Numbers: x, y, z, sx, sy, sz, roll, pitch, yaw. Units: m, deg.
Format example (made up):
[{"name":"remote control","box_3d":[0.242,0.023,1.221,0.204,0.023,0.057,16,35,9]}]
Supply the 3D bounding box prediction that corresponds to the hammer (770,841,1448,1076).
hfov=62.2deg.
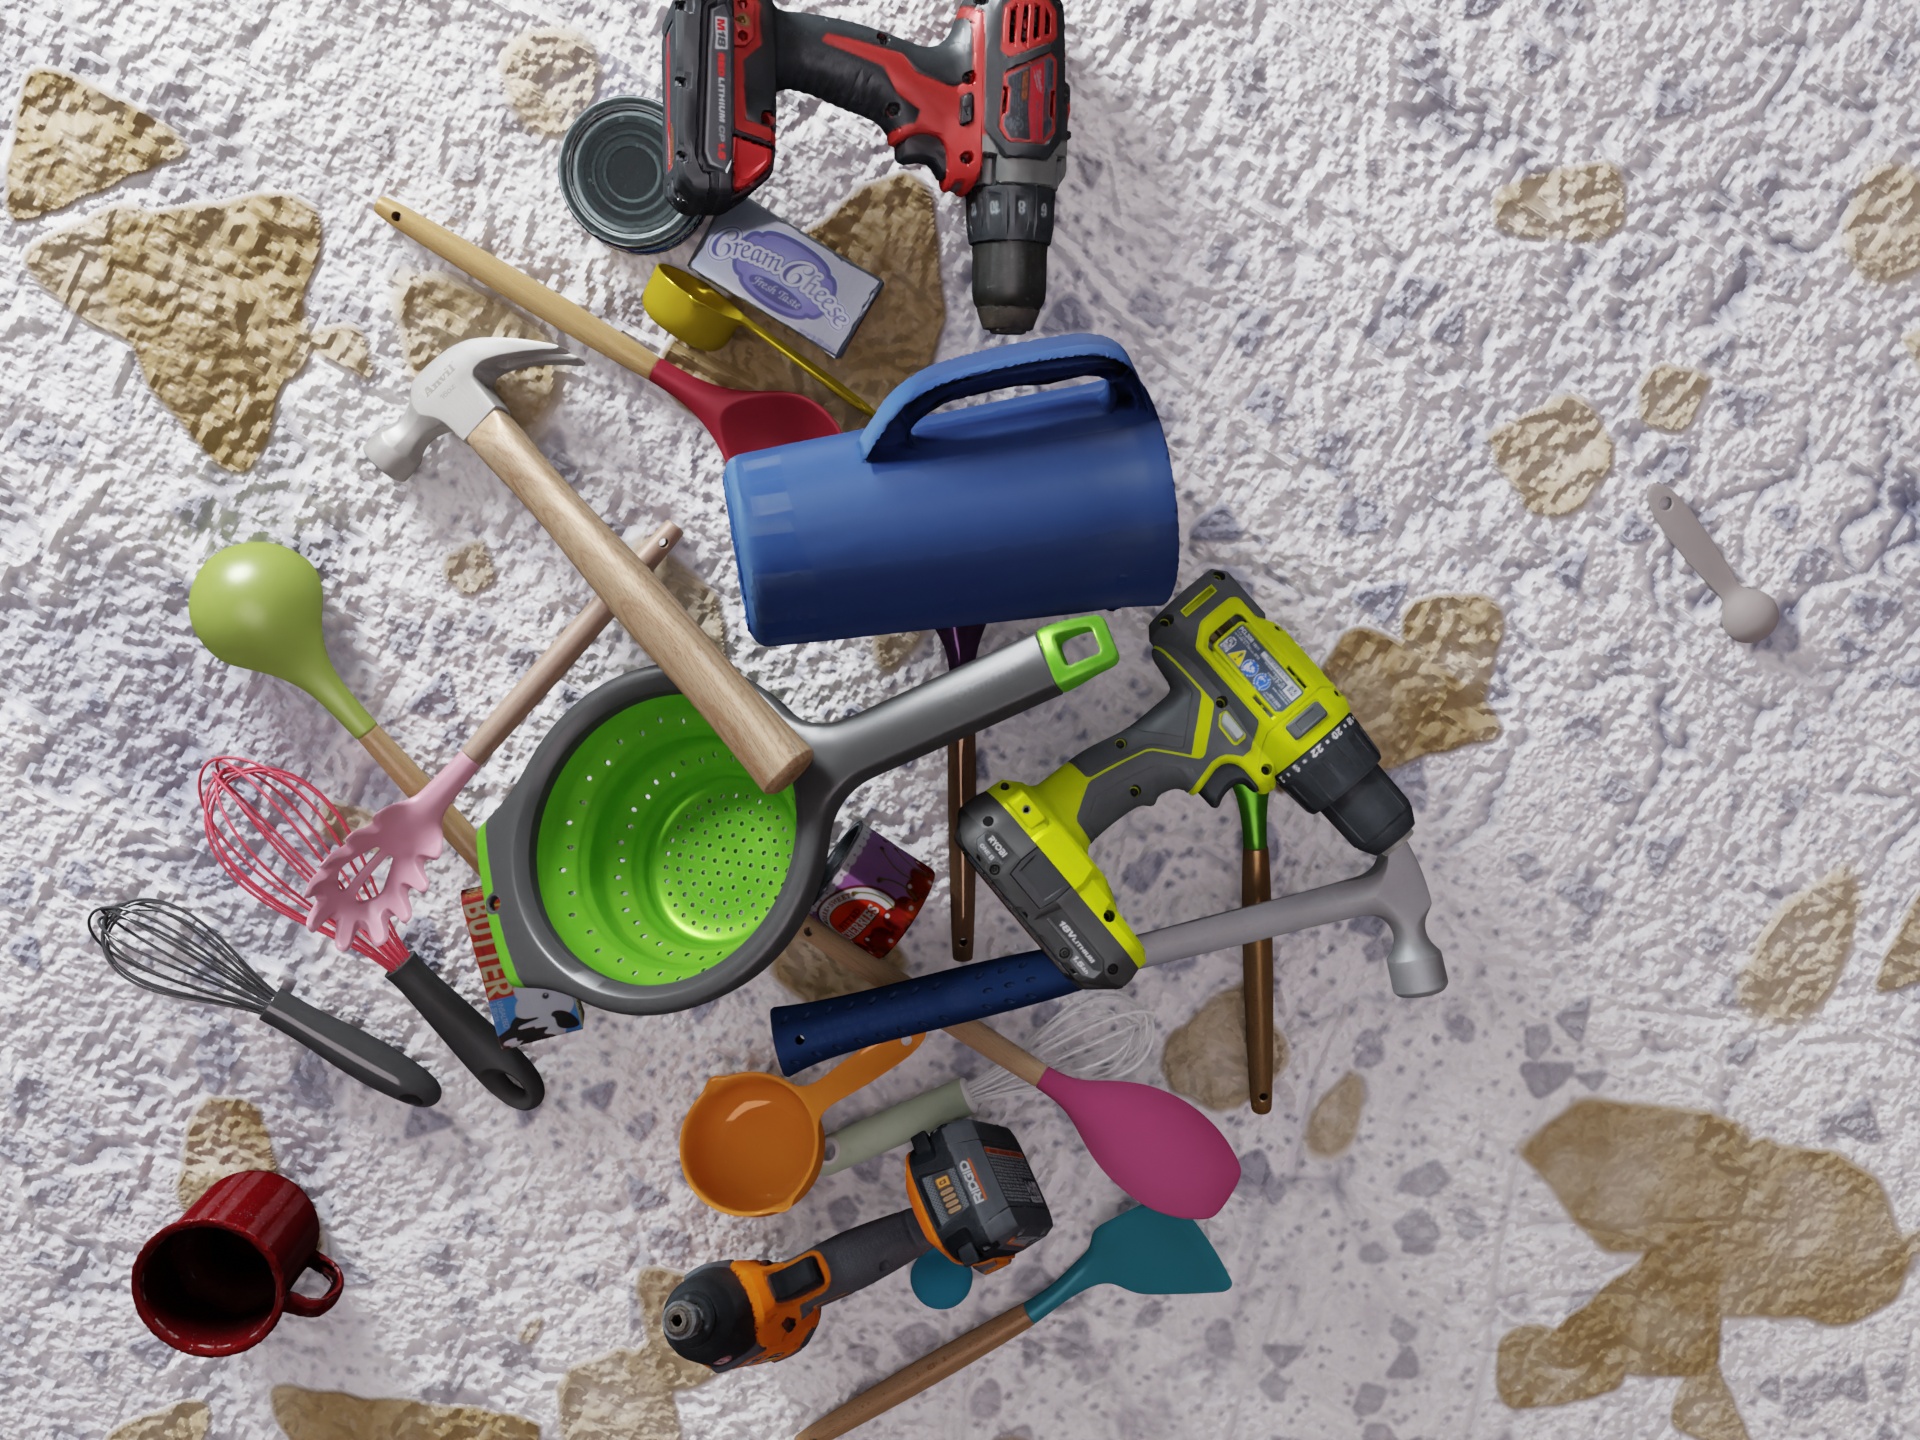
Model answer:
[{"name":"hammer","box_3d":[0.084,0.140,0.966,0.405,0.035,0.144,-14,91,-1]}]

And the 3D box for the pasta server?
[{"name":"pasta server","box_3d":[-0.272,0.003,0.946,0.060,0.040,0.316,43,85,-26]}]

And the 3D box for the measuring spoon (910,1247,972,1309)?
[{"name":"measuring spoon","box_3d":[-0.011,0.332,1.049,0.042,0.021,0.128,2,100,-2]}]

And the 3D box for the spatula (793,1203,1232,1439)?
[{"name":"spatula","box_3d":[0.024,0.411,1.055,0.317,0.044,0.082,-32,104,5]}]

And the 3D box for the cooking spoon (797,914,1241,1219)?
[{"name":"cooking spoon","box_3d":[0.028,0.208,0.987,0.319,0.017,0.069,31,96,9]}]

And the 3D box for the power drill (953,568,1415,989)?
[{"name":"power drill","box_3d":[0.129,0.050,0.917,0.228,0.080,0.190,-40,84,-6]}]

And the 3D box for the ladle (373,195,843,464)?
[{"name":"ladle","box_3d":[-0.204,-0.219,0.937,0.315,0.031,0.069,31,100,-5]}]

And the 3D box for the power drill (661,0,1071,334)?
[{"name":"power drill","box_3d":[-0.048,-0.314,0.885,0.226,0.080,0.188,-2,100,-16]}]

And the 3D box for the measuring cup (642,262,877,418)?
[{"name":"measuring cup","box_3d":[-0.117,-0.212,0.934,0.156,0.062,0.029,32,109,-18]}]

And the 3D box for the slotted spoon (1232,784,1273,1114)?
[{"name":"slotted spoon","box_3d":[0.186,0.105,1.011,0.070,0.031,0.313,-4,103,-1]}]

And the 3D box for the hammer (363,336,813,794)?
[{"name":"hammer","box_3d":[-0.198,-0.090,0.899,0.130,0.031,0.331,-45,77,8]}]

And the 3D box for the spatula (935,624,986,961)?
[{"name":"spatula","box_3d":[-0.002,-0.003,0.988,0.060,0.018,0.316,-1,100,-1]}]

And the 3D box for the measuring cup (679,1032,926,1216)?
[{"name":"measuring cup","box_3d":[-0.094,0.247,1.013,0.173,0.052,0.095,-32,71,-9]}]

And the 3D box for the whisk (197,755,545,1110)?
[{"name":"whisk","box_3d":[-0.361,0.137,0.986,0.073,0.073,0.295,-37,106,5]}]

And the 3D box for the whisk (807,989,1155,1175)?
[{"name":"whisk","box_3d":[0.013,0.238,1.024,0.246,0.059,0.058,-25,61,7]}]

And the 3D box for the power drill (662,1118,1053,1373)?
[{"name":"power drill","box_3d":[-0.069,0.328,0.971,0.226,0.164,0.084,-29,67,6]}]

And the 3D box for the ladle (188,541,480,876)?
[{"name":"ladle","box_3d":[-0.345,0.025,0.977,0.078,0.062,0.320,-40,107,-7]}]

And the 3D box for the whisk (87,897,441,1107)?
[{"name":"whisk","box_3d":[-0.433,0.181,0.998,0.239,0.055,0.055,34,98,-12]}]

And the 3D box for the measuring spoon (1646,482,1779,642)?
[{"name":"measuring spoon","box_3d":[0.466,-0.098,0.985,0.034,0.018,0.124,-40,99,6]}]

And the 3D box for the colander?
[{"name":"colander","box_3d":[-0.085,0.043,0.924,0.397,0.094,0.205,-24,68,12]}]
